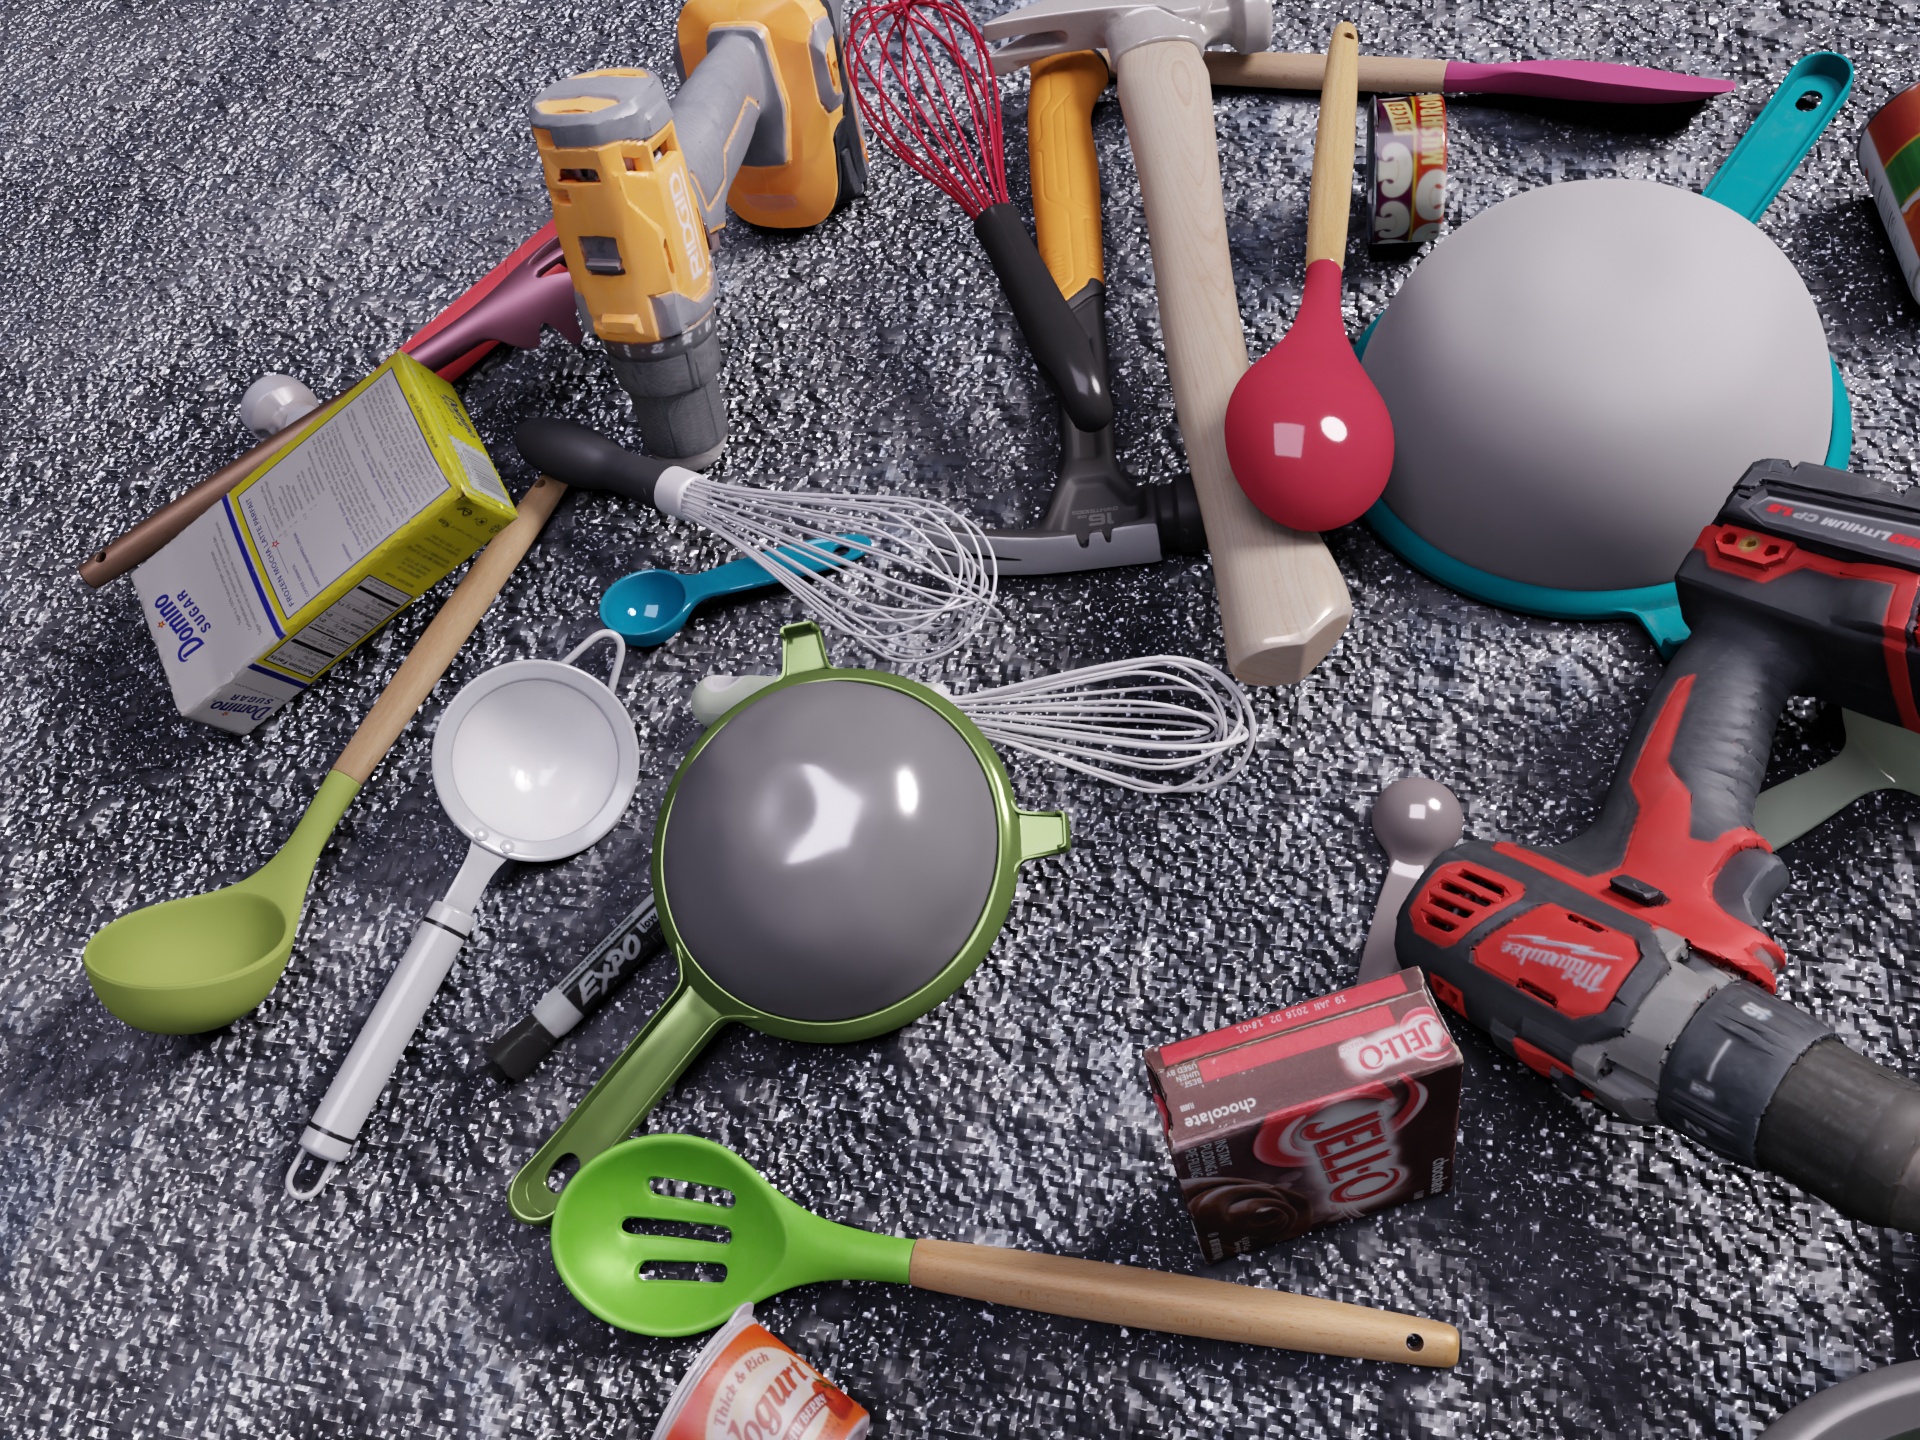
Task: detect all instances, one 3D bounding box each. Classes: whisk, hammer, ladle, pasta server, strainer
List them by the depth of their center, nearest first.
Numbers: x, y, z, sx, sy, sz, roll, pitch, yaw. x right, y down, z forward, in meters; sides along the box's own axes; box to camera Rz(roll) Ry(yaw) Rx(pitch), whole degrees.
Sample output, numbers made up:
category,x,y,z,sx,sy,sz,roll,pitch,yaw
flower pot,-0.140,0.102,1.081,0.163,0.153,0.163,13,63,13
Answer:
category,x,y,z,sx,sy,sz,roll,pitch,yaw
strainer,-0.090,0.083,0.595,0.151,0.069,0.256,37,83,20
whisk,-0.001,-0.002,0.661,0.246,0.059,0.058,3,24,19
strainer,-0.211,0.076,0.664,0.086,0.050,0.258,32,71,-19
strainer,0.301,-0.200,0.675,0.211,0.095,0.340,31,72,27
ladle,0.160,-0.209,0.688,0.069,0.031,0.316,15,56,-4
ladle,-0.268,-0.002,0.715,0.078,0.062,0.320,14,61,25
whisk,-0.102,-0.094,0.716,0.285,0.070,0.070,23,67,28
hammer,0.097,-0.194,0.717,0.146,0.038,0.411,-7,58,4
whisk,0.010,-0.250,0.755,0.073,0.073,0.296,-22,63,0
hammer,0.047,-0.216,0.780,0.127,0.034,0.337,-5,59,9
pasta server,-0.290,-0.154,0.786,0.316,0.040,0.060,-34,61,-4
hammer,-0.199,-0.254,0.858,0.143,0.038,0.386,36,73,27

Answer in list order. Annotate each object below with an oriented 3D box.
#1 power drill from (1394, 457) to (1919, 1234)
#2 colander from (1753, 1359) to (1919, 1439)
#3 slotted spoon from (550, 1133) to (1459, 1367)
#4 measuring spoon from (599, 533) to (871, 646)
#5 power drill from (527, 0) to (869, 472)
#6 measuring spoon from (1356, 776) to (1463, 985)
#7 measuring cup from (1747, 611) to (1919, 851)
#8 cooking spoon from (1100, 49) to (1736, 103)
category,x,y,z,sx,sy,sz,roll,pitch,yaw
power drill,0.274,0.037,0.515,0.227,0.080,0.188,-51,42,-7
colander,0.307,0.219,0.441,0.204,0.094,0.397,9,44,21
slotted spoon,0.009,0.194,0.551,0.314,0.031,0.070,4,78,13
measuring spoon,-0.102,-0.060,0.737,0.128,0.021,0.042,-16,49,-7
power drill,-0.118,-0.249,0.780,0.084,0.185,0.226,6,43,18
measuring spoon,0.162,0.074,0.590,0.034,0.018,0.124,10,63,18
measuring cup,0.329,0.010,0.576,0.167,0.038,0.083,-28,58,-6
cooking spoon,0.222,-0.329,0.812,0.319,0.017,0.069,12,32,21
